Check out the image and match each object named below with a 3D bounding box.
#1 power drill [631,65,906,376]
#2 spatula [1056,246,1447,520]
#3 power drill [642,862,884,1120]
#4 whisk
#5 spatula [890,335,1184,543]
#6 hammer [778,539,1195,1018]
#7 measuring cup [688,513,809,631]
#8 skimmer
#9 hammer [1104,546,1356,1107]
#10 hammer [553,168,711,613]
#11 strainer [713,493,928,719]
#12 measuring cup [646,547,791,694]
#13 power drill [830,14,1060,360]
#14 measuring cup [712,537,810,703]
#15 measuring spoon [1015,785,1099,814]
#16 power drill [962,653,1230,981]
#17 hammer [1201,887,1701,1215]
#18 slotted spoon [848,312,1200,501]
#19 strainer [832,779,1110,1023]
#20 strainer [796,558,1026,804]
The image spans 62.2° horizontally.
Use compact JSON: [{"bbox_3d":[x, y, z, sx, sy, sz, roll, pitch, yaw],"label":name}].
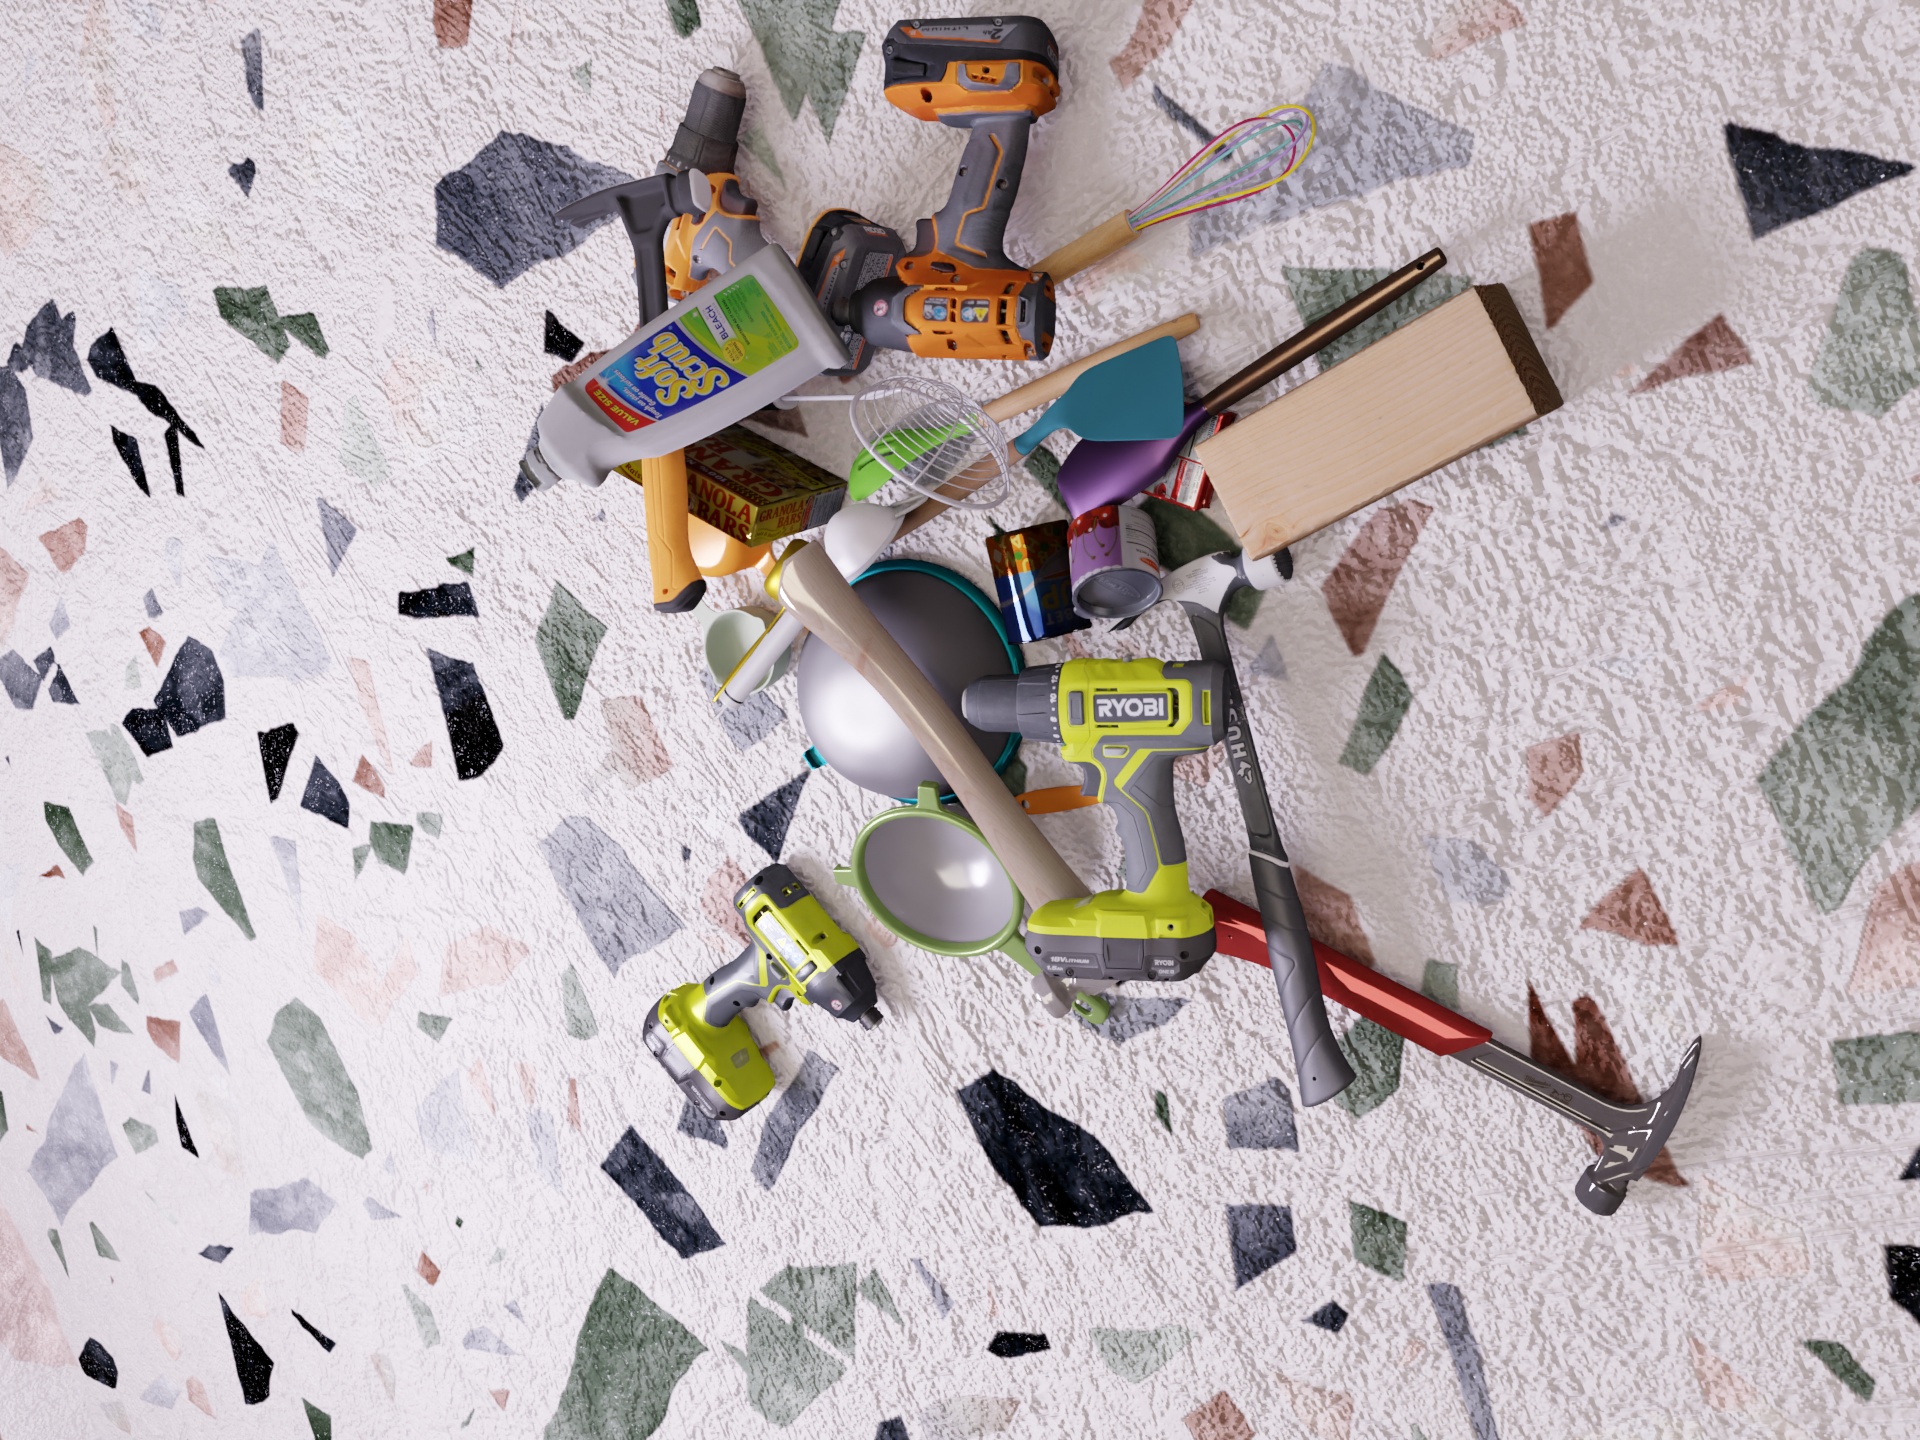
[{"bbox_3d":[-0.153,-0.392,1.253,0.226,0.084,0.185,33,116,23],"label":"power drill"},{"bbox_3d":[0.190,-0.231,1.094,0.316,0.018,0.060,-29,81,33],"label":"spatula"},{"bbox_3d":[-0.179,0.261,1.459,0.171,0.080,0.223,48,119,10],"label":"power drill"},{"bbox_3d":[0.138,-0.355,1.111,0.245,0.051,0.047,-21,99,36],"label":"whisk"},{"bbox_3d":[0.038,-0.191,1.200,0.317,0.044,0.082,-25,59,47],"label":"spatula"},{"bbox_3d":[0.010,0.030,1.211,0.146,0.038,0.410,-36,97,8],"label":"hammer"},{"bbox_3d":[-0.184,-0.134,1.357,0.174,0.052,0.095,51,122,6],"label":"measuring cup"},{"bbox_3d":[-0.103,-0.218,1.221,0.363,0.127,0.090,14,101,49],"label":"skimmer"},{"bbox_3d":[0.216,0.082,1.165,0.149,0.036,0.409,-15,88,35],"label":"hammer"},{"bbox_3d":[-0.241,-0.250,1.232,0.127,0.034,0.337,-6,87,21],"label":"hammer"},{"bbox_3d":[-0.124,-0.095,1.271,0.050,0.087,0.258,33,109,-22],"label":"strainer"},{"bbox_3d":[-0.213,-0.095,1.397,0.168,0.038,0.083,47,122,13],"label":"measuring cup"},{"bbox_3d":[-0.010,-0.373,1.135,0.164,0.084,0.226,4,96,15],"label":"power drill"},{"bbox_3d":[-0.169,-0.084,1.318,0.029,0.062,0.156,35,91,-8],"label":"measuring cup"},{"bbox_3d":[0.089,0.063,1.279,0.117,0.011,0.021,-9,99,32],"label":"measuring spoon"},{"bbox_3d":[0.099,0.066,1.154,0.190,0.080,0.228,-1,98,16],"label":"power drill"},{"bbox_3d":[0.338,0.211,1.161,0.359,0.036,0.149,27,116,21],"label":"hammer"},{"bbox_3d":[0.037,-0.240,1.202,0.314,0.070,0.031,-19,126,28],"label":"slotted spoon"},{"bbox_3d":[0.031,0.151,1.318,0.256,0.069,0.151,40,129,-6],"label":"strainer"},{"bbox_3d":[-0.002,-0.004,1.262,0.340,0.095,0.211,16,111,25],"label":"strainer"}]
